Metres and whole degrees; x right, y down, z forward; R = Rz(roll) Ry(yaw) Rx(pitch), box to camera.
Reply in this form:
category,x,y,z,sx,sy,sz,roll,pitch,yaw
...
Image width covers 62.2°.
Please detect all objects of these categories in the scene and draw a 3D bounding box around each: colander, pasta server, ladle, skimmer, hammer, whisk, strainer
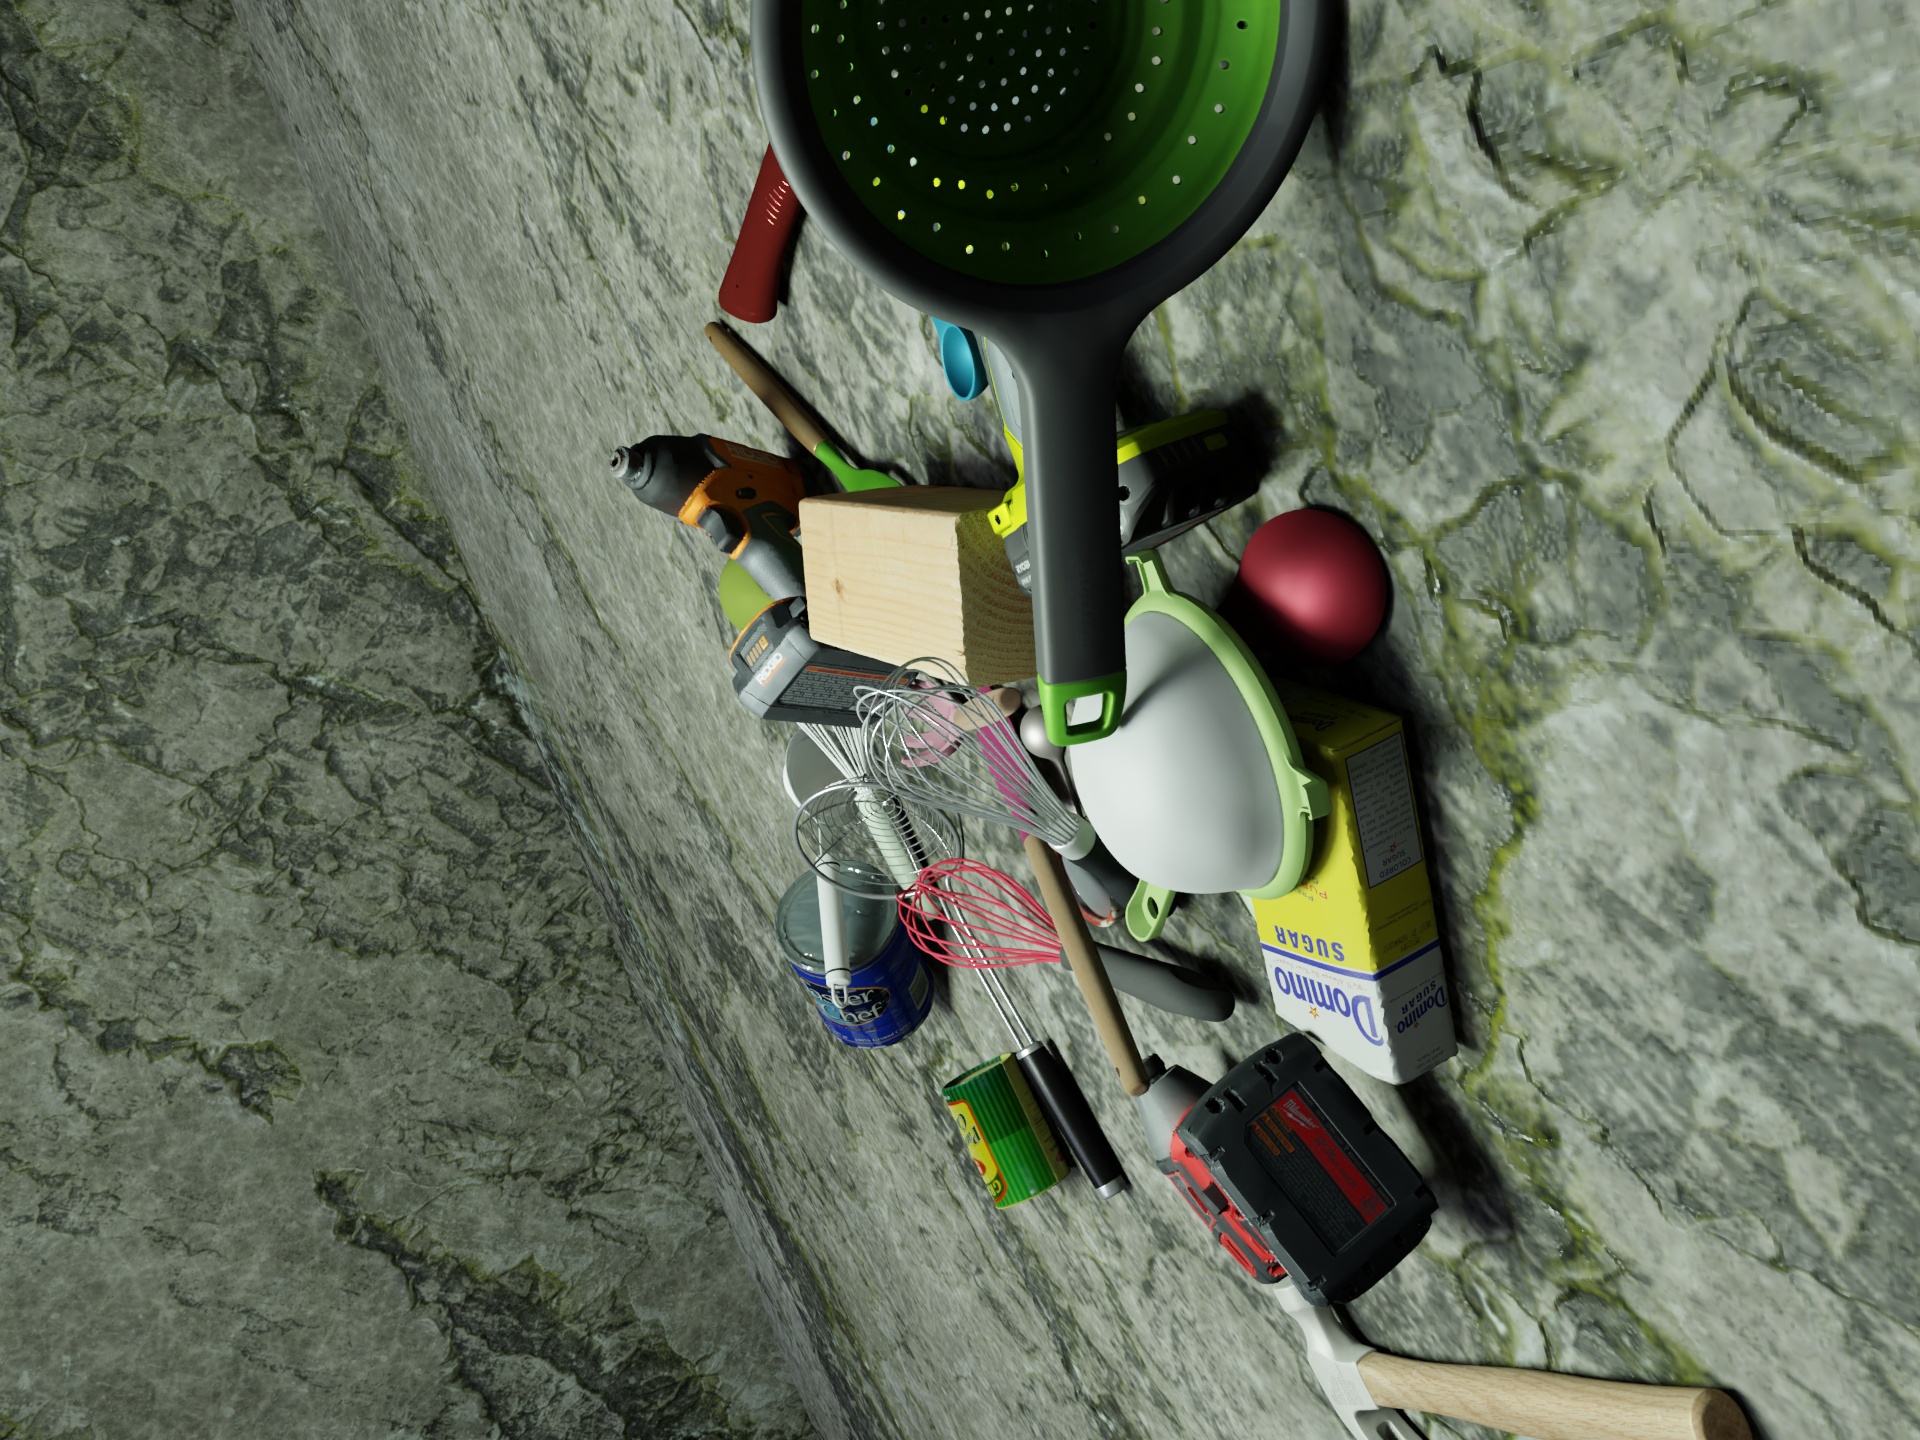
category,x,y,z,sx,sy,sz,roll,pitch,yaw
colander,0.028,-0.179,0.610,0.095,0.204,0.396,-118,19,-59
pasta server,-0.002,-0.003,0.963,0.316,0.040,0.060,159,116,-82
ladle,-0.093,-0.081,1.190,0.320,0.062,0.078,17,126,53
skimmer,0.004,0.201,1.177,0.127,0.090,0.363,-37,79,34
ladle,0.107,-0.039,0.791,0.069,0.031,0.315,68,159,0
hammer,0.272,0.346,0.807,0.130,0.031,0.331,63,157,8
whisk,-0.077,0.050,1.272,0.246,0.059,0.058,63,-165,-3
hammer,-0.099,-0.345,0.925,0.149,0.036,0.359,63,157,6
strainer,0.086,0.051,0.762,0.152,0.069,0.256,59,160,29
whisk,0.057,0.140,0.995,0.296,0.073,0.073,12,124,51
whisk,0.040,0.047,0.831,0.284,0.070,0.070,38,-178,-45
strainer,-0.109,0.107,1.266,0.050,0.086,0.259,-30,53,32

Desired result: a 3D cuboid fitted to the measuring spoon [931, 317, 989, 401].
category,x,y,z,sx,sy,sz,roll,pitch,yaw
measuring spoon,-0.008,-0.234,0.868,0.042,0.021,0.129,127,125,-66

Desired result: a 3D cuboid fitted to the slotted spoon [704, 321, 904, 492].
category,x,y,z,sx,sy,sz,roll,pitch,yaw
slotted spoon,-0.107,-0.199,1.104,0.314,0.031,0.070,50,153,37

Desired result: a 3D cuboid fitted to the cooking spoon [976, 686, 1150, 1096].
category,x,y,z,sx,sy,sz,roll,pitch,yaw
cooking spoon,0.052,0.089,0.944,0.319,0.017,0.068,-112,15,-45

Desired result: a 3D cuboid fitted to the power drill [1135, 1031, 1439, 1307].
category,x,y,z,sx,sy,sz,roll,pitch,yaw
power drill,0.156,0.234,0.849,0.143,0.078,0.219,52,167,10

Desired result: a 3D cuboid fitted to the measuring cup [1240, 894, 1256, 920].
category,x,y,z,sx,sy,sz,roll,pitch,yaw
measuring cup,0.120,0.063,0.845,0.168,0.038,0.083,59,157,20

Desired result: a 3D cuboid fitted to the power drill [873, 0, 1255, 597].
category,x,y,z,sx,sy,sz,roll,pitch,yaw
power drill,0.043,-0.186,0.718,0.190,0.080,0.228,-24,89,63

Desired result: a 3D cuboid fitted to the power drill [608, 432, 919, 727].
category,x,y,z,sx,sy,sz,roll,pitch,yaw
power drill,-0.138,-0.105,1.072,0.084,0.164,0.227,-48,58,27

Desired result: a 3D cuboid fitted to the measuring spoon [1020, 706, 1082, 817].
category,x,y,z,sx,sy,sz,roll,pitch,yaw
measuring spoon,0.061,0.050,0.993,0.034,0.018,0.124,16,128,61
